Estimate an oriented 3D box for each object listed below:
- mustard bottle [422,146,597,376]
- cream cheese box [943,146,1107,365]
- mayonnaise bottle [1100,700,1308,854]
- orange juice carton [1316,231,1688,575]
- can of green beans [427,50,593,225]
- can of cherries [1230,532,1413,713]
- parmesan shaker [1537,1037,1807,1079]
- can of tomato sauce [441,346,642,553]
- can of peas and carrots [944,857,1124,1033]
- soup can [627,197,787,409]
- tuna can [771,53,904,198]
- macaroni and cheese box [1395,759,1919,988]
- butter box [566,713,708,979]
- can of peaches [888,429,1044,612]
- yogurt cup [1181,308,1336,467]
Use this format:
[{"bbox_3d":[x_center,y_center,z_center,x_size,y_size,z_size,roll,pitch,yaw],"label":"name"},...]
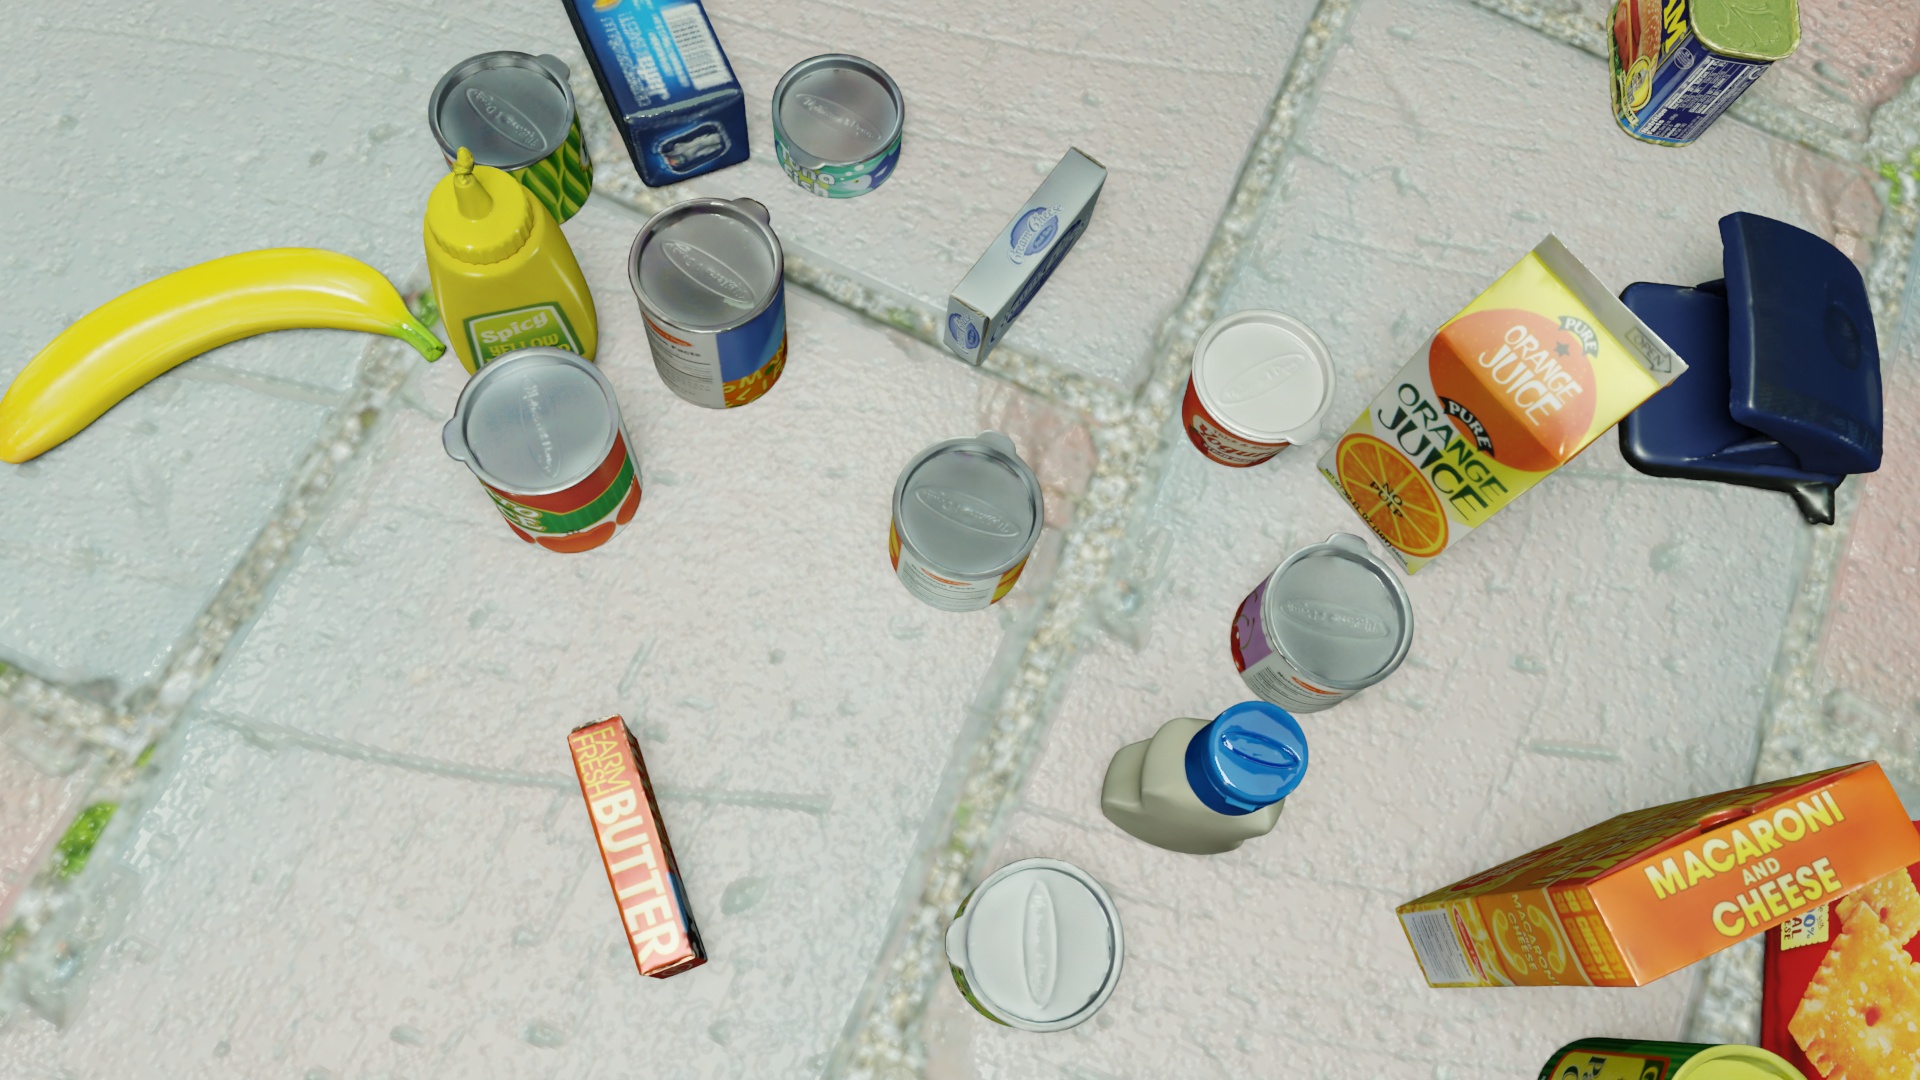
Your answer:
[{"bbox_3d":[-0.196,-0.115,0.590,0.065,0.159,0.049,-14,74,-10],"label":"mustard bottle"},{"bbox_3d":[0.031,-0.137,0.676,0.024,0.053,0.104,35,72,7],"label":"cream cheese box"},{"bbox_3d":[0.099,0.096,0.553,0.065,0.147,0.041,19,71,1],"label":"mayonnaise bottle"},{"bbox_3d":[0.231,-0.058,0.594,0.073,0.192,0.072,-35,78,-15],"label":"orange juice carton"},{"bbox_3d":[-0.214,-0.190,0.668,0.071,0.057,0.071,2,71,-5],"label":"can of green beans"},{"bbox_3d":[0.162,0.038,0.626,0.071,0.058,0.071,2,71,-5],"label":"can of cherries"},{"bbox_3d":[0.280,0.234,0.546,0.071,0.102,0.071,2,71,-5],"label":"parmesan shaker"},{"bbox_3d":[-0.179,-0.036,0.606,0.071,0.083,0.071,2,71,-5],"label":"can of tomato sauce"},{"bbox_3d":[0.027,0.166,0.569,0.071,0.058,0.071,2,71,-5],"label":"can of peas and carrots"},{"bbox_3d":[-0.111,-0.108,0.636,0.071,0.083,0.071,2,71,-5],"label":"soup can"},{"bbox_3d":[-0.063,-0.207,0.702,0.071,0.032,0.071,2,71,-5],"label":"tuna can"},{"bbox_3d":[0.262,0.135,0.545,0.124,0.166,0.040,-19,74,-11],"label":"macaroni and cheese box"},{"bbox_3d":[-0.133,0.127,0.570,0.024,0.053,0.103,-19,74,-11],"label":"butter box"},{"bbox_3d":[0.002,-0.008,0.627,0.071,0.058,0.071,2,71,-5],"label":"can of peaches"},{"bbox_3d":[0.138,-0.069,0.663,0.072,0.053,0.072,2,71,-5],"label":"yogurt cup"}]
